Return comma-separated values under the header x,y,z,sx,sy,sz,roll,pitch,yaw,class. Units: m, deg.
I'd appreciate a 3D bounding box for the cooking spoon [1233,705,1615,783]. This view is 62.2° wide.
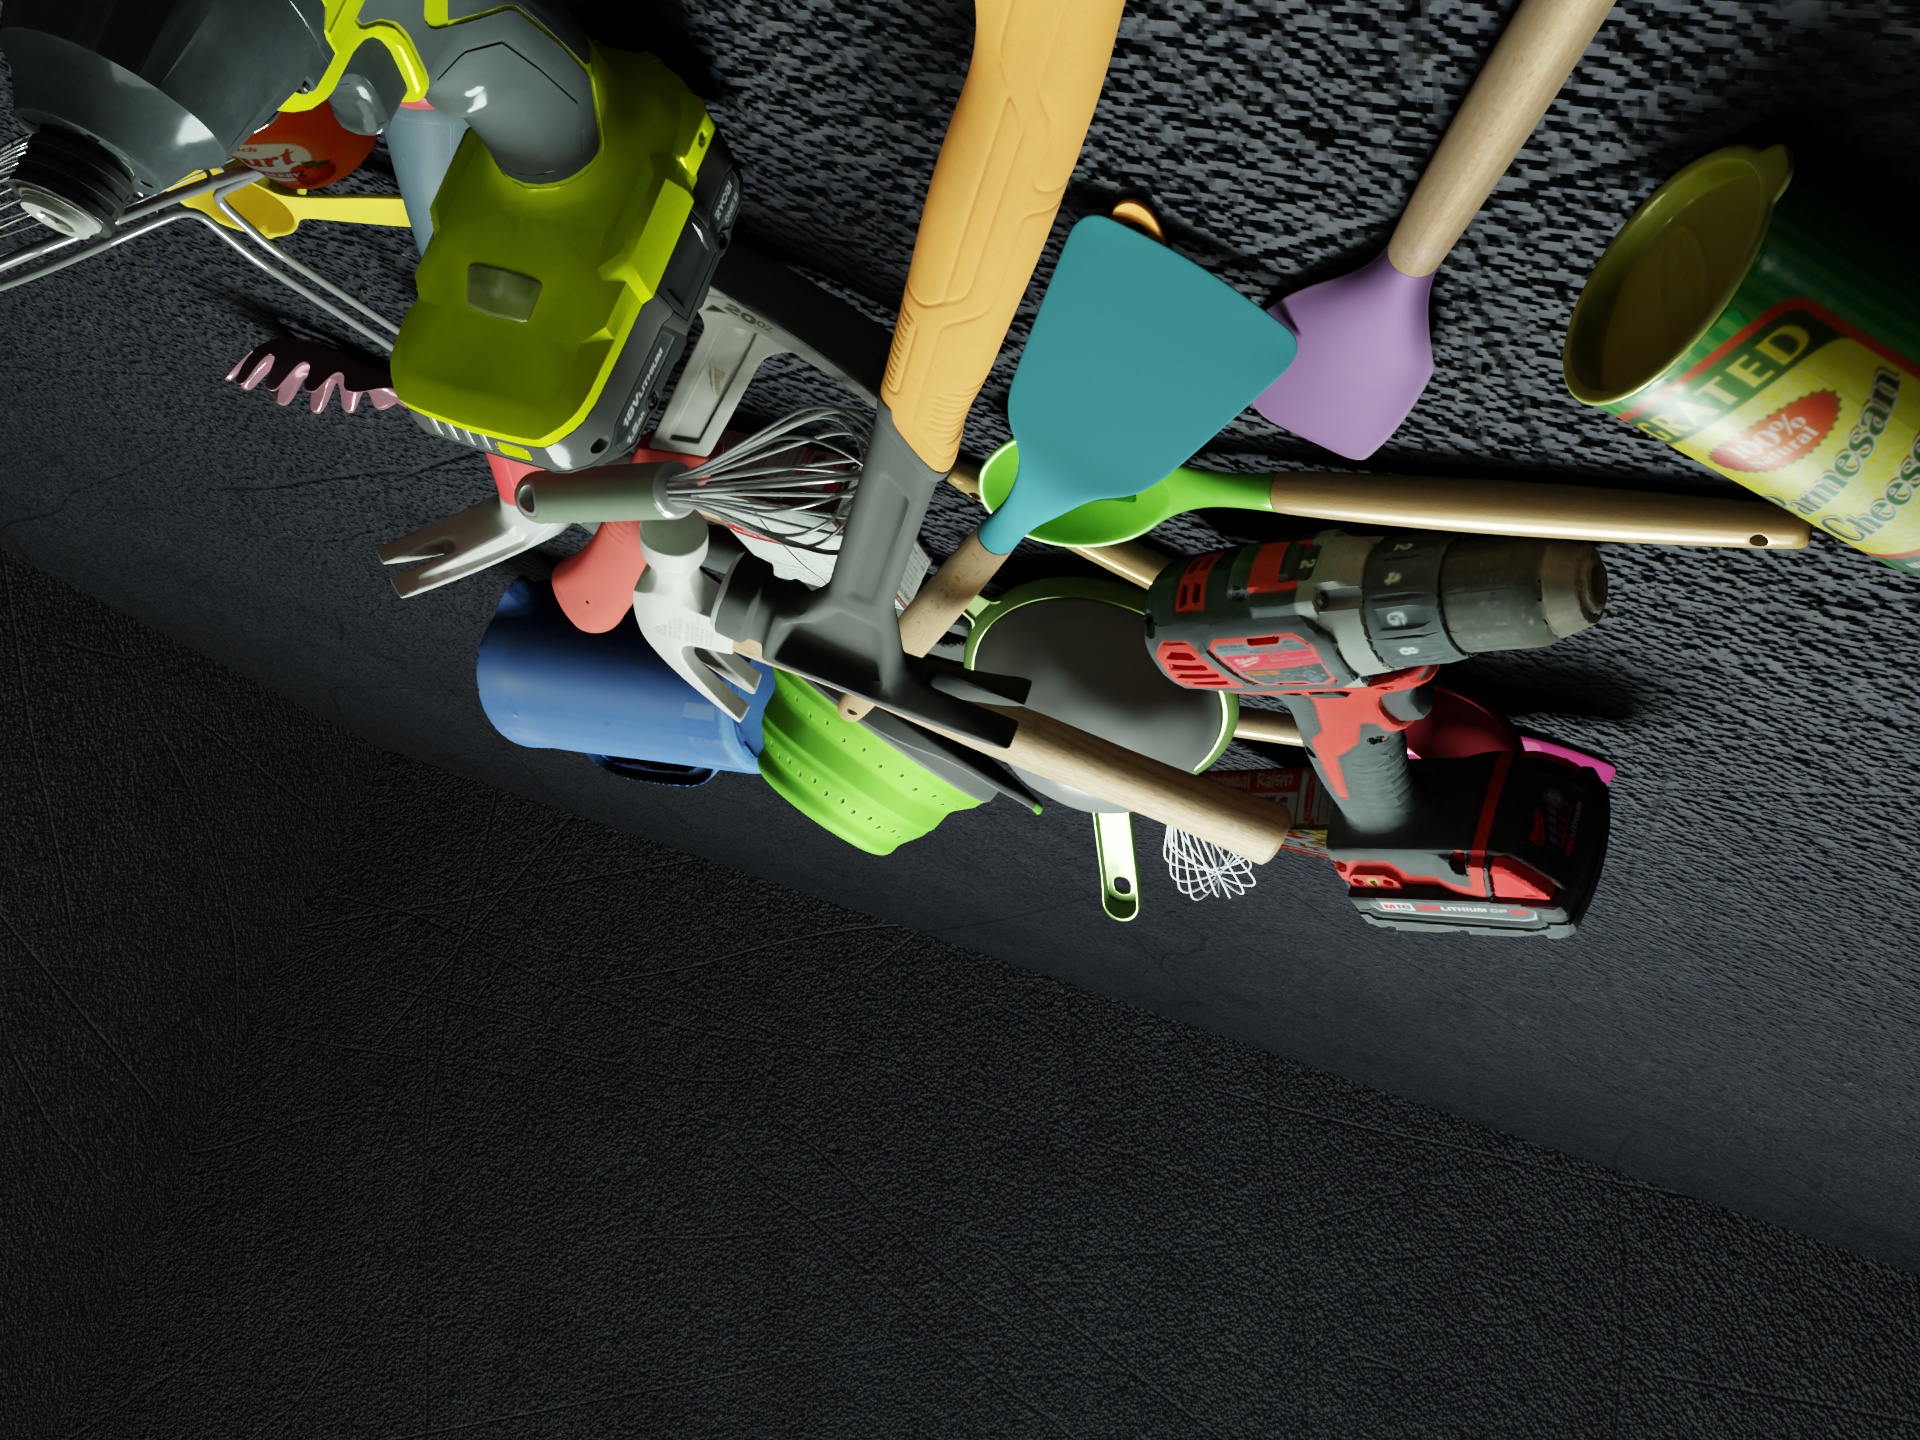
x,y,z,sx,sy,sz,roll,pitch,yaw,class
0.179,0.006,0.848,0.319,0.017,0.068,10,164,16,cooking spoon

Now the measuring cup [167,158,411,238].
x,y,z,sx,sy,sz,roll,pitch,yaw,class
-0.261,-0.228,0.671,0.156,0.029,0.062,7,168,10,measuring cup

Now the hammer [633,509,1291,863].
x,y,z,sx,sy,sz,roll,pitch,yaw,class
-0.001,-0.002,0.770,0.331,0.031,0.130,22,151,1,hammer

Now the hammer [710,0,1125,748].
x,y,z,sx,sy,sz,roll,pitch,yaw,class
-0.001,-0.102,0.491,0.127,0.034,0.336,22,147,-1,hammer

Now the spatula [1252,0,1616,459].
x,y,z,sx,sy,sz,roll,pitch,yaw,class
0.126,-0.138,0.422,0.060,0.018,0.315,27,168,4,spatula

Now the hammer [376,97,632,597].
x,y,z,sx,sy,sz,roll,pitch,yaw,class
-0.218,-0.157,0.690,0.038,0.143,0.386,60,165,10,hammer

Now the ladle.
x,y,z,sx,sy,sz,roll,pitch,yaw,class
0.135,-0.047,0.753,0.315,0.031,0.069,26,158,-10,ladle

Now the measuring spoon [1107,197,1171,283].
x,y,z,sx,sy,sz,roll,pitch,yaw,class
0.064,-0.139,0.537,0.021,0.011,0.116,14,162,17,measuring spoon

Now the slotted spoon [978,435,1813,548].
x,y,z,sx,sy,sz,roll,pitch,yaw,class
0.144,-0.083,0.596,0.314,0.031,0.070,10,148,34,slotted spoon

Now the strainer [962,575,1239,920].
x,y,z,sx,sy,sz,roll,pitch,yaw,class
0.072,0.040,0.865,0.151,0.069,0.256,7,135,19,strainer

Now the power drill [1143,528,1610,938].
x,y,z,sx,sy,sz,roll,pitch,yaw,class
0.205,0.002,0.680,0.188,0.080,0.226,-3,141,43,power drill

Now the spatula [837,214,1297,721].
x,y,z,sx,sy,sz,roll,pitch,yaw,class
0.009,-0.068,0.620,0.082,0.044,0.317,28,151,-11,spatula

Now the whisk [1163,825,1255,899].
x,y,z,sx,sy,sz,roll,pitch,yaw,class
0.153,0.056,1.083,0.070,0.070,0.284,15,160,26,whisk

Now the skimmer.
x,y,z,sx,sy,sz,roll,pitch,yaw,class
-0.275,-0.160,0.711,0.127,0.090,0.363,-16,164,16,skimmer

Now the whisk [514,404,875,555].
x,y,z,sx,sy,sz,roll,pitch,yaw,class
-0.114,-0.098,0.672,0.246,0.057,0.059,5,-165,42,whisk

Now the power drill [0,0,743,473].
x,y,z,sx,sy,sz,roll,pitch,yaw,class
-0.144,-0.162,0.422,0.080,0.171,0.223,18,170,14,power drill

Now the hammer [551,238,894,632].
x,y,z,sx,sy,sz,roll,pitch,yaw,class
-0.133,-0.110,0.756,0.149,0.037,0.359,29,155,-12,hammer

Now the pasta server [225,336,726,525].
x,y,z,sx,sy,sz,roll,pitch,yaw,class
-0.261,-0.157,0.907,0.316,0.040,0.060,20,179,1,pasta server

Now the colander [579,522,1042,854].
x,y,z,sx,sy,sz,roll,pitch,yaw,class
-0.127,-0.016,1.025,0.396,0.094,0.205,34,-177,-28,colander
